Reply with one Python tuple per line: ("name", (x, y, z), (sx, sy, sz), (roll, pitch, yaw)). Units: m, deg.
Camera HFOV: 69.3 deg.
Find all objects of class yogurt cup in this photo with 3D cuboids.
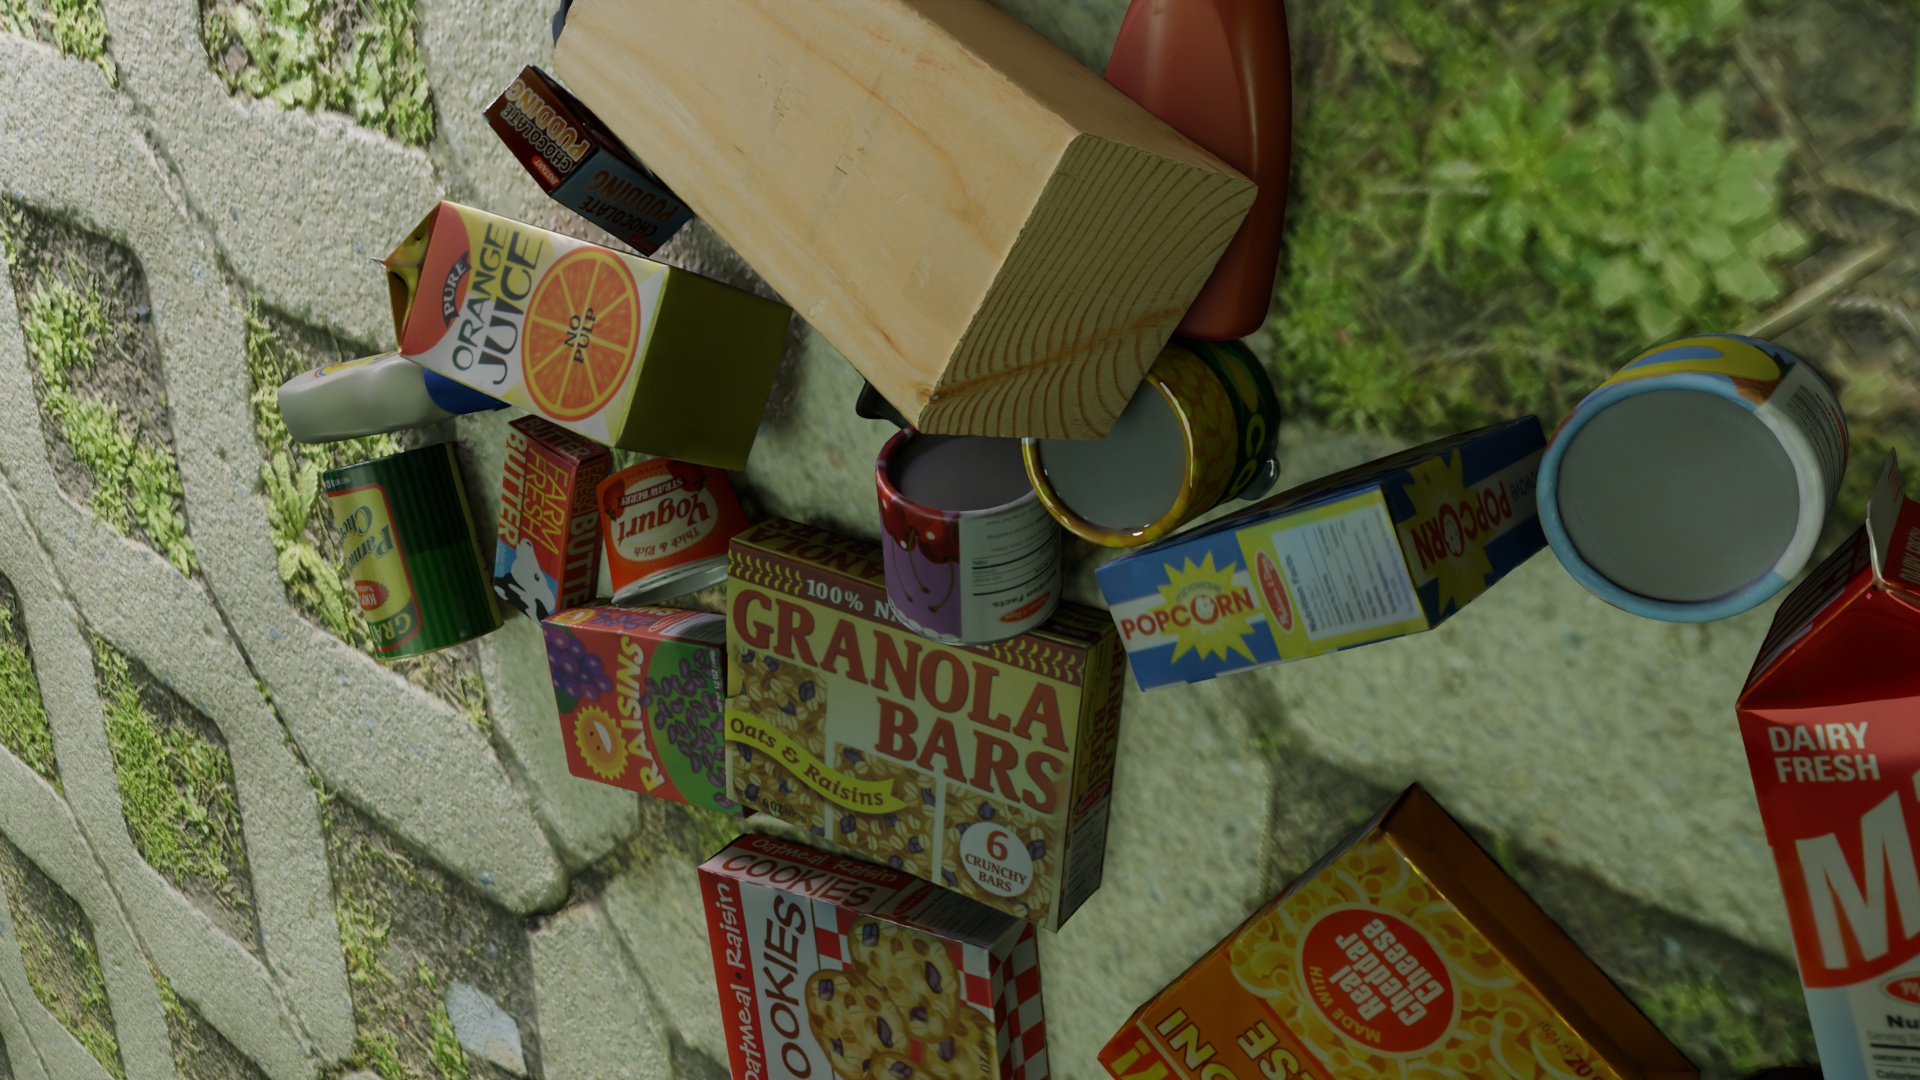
("yogurt cup", (-0.126, -0.006, 0.609), (0.072, 0.072, 0.054), (-24, 83, 40))

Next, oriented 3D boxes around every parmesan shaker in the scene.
("parmesan shaker", (-0.291, 0.005, 0.736), (0.071, 0.071, 0.103), (-7, 100, 39))

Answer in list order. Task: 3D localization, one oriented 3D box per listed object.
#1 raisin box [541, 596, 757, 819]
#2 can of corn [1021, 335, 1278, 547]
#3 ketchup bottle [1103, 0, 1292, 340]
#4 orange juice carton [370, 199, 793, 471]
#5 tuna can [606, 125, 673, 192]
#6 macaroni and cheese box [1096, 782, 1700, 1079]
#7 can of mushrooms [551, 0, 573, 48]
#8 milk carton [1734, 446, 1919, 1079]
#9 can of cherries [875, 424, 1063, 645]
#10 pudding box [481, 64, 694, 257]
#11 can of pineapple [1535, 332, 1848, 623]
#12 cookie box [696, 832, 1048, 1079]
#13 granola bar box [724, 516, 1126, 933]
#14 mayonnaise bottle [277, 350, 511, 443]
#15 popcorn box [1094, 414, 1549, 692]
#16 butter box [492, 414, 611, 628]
("raisin box", (-0.140, 0.077, 0.663), (0.123, 0.040, 0.086), (4, 109, 35))
("can of corn", (0.064, -0.034, 0.458), (0.071, 0.058, 0.071), (13, 113, 34))
("ketchup bottle", (0.072, -0.139, 0.426), (0.065, 0.044, 0.148), (19, 115, 31))
("orange juice carton", (-0.170, -0.093, 0.592), (0.193, 0.072, 0.073), (22, 97, 34))
("tuna can", (-0.100, -0.171, 0.534), (0.033, 0.071, 0.070), (45, 127, 17))
("macaroni and cheese box", (0.142, 0.182, 0.483), (0.124, 0.040, 0.165), (48, 127, 15))
("can of mushrooms", (-0.131, -0.207, 0.564), (0.071, 0.033, 0.070), (13, 114, 33))
("milk carton", (0.249, 0.075, 0.346), (0.073, 0.072, 0.190), (-12, 99, 39))
("can of cherries", (0.002, -0.006, 0.501), (0.071, 0.072, 0.058), (23, 136, 30))
("pudding box", (-0.149, -0.152, 0.564), (0.030, 0.083, 0.050), (-42, 76, 7))
("can of pineapple", (0.191, -0.017, 0.367), (0.071, 0.058, 0.070), (13, 113, 34))
("cookie box", (-0.040, 0.211, 0.632), (0.167, 0.040, 0.122), (5, 108, 35))
("granola bar box", (-0.020, 0.070, 0.561), (0.165, 0.039, 0.123), (15, 114, 27))
("mayonnaise bottle", (-0.278, -0.078, 0.704), (0.148, 0.065, 0.041), (-5, 106, 34))
("popcorn box", (0.109, 0.001, 0.391), (0.085, 0.127, 0.038), (-18, 90, 39))
("butter box", (-0.205, -0.007, 0.694), (0.053, 0.024, 0.103), (31, 121, 27))
